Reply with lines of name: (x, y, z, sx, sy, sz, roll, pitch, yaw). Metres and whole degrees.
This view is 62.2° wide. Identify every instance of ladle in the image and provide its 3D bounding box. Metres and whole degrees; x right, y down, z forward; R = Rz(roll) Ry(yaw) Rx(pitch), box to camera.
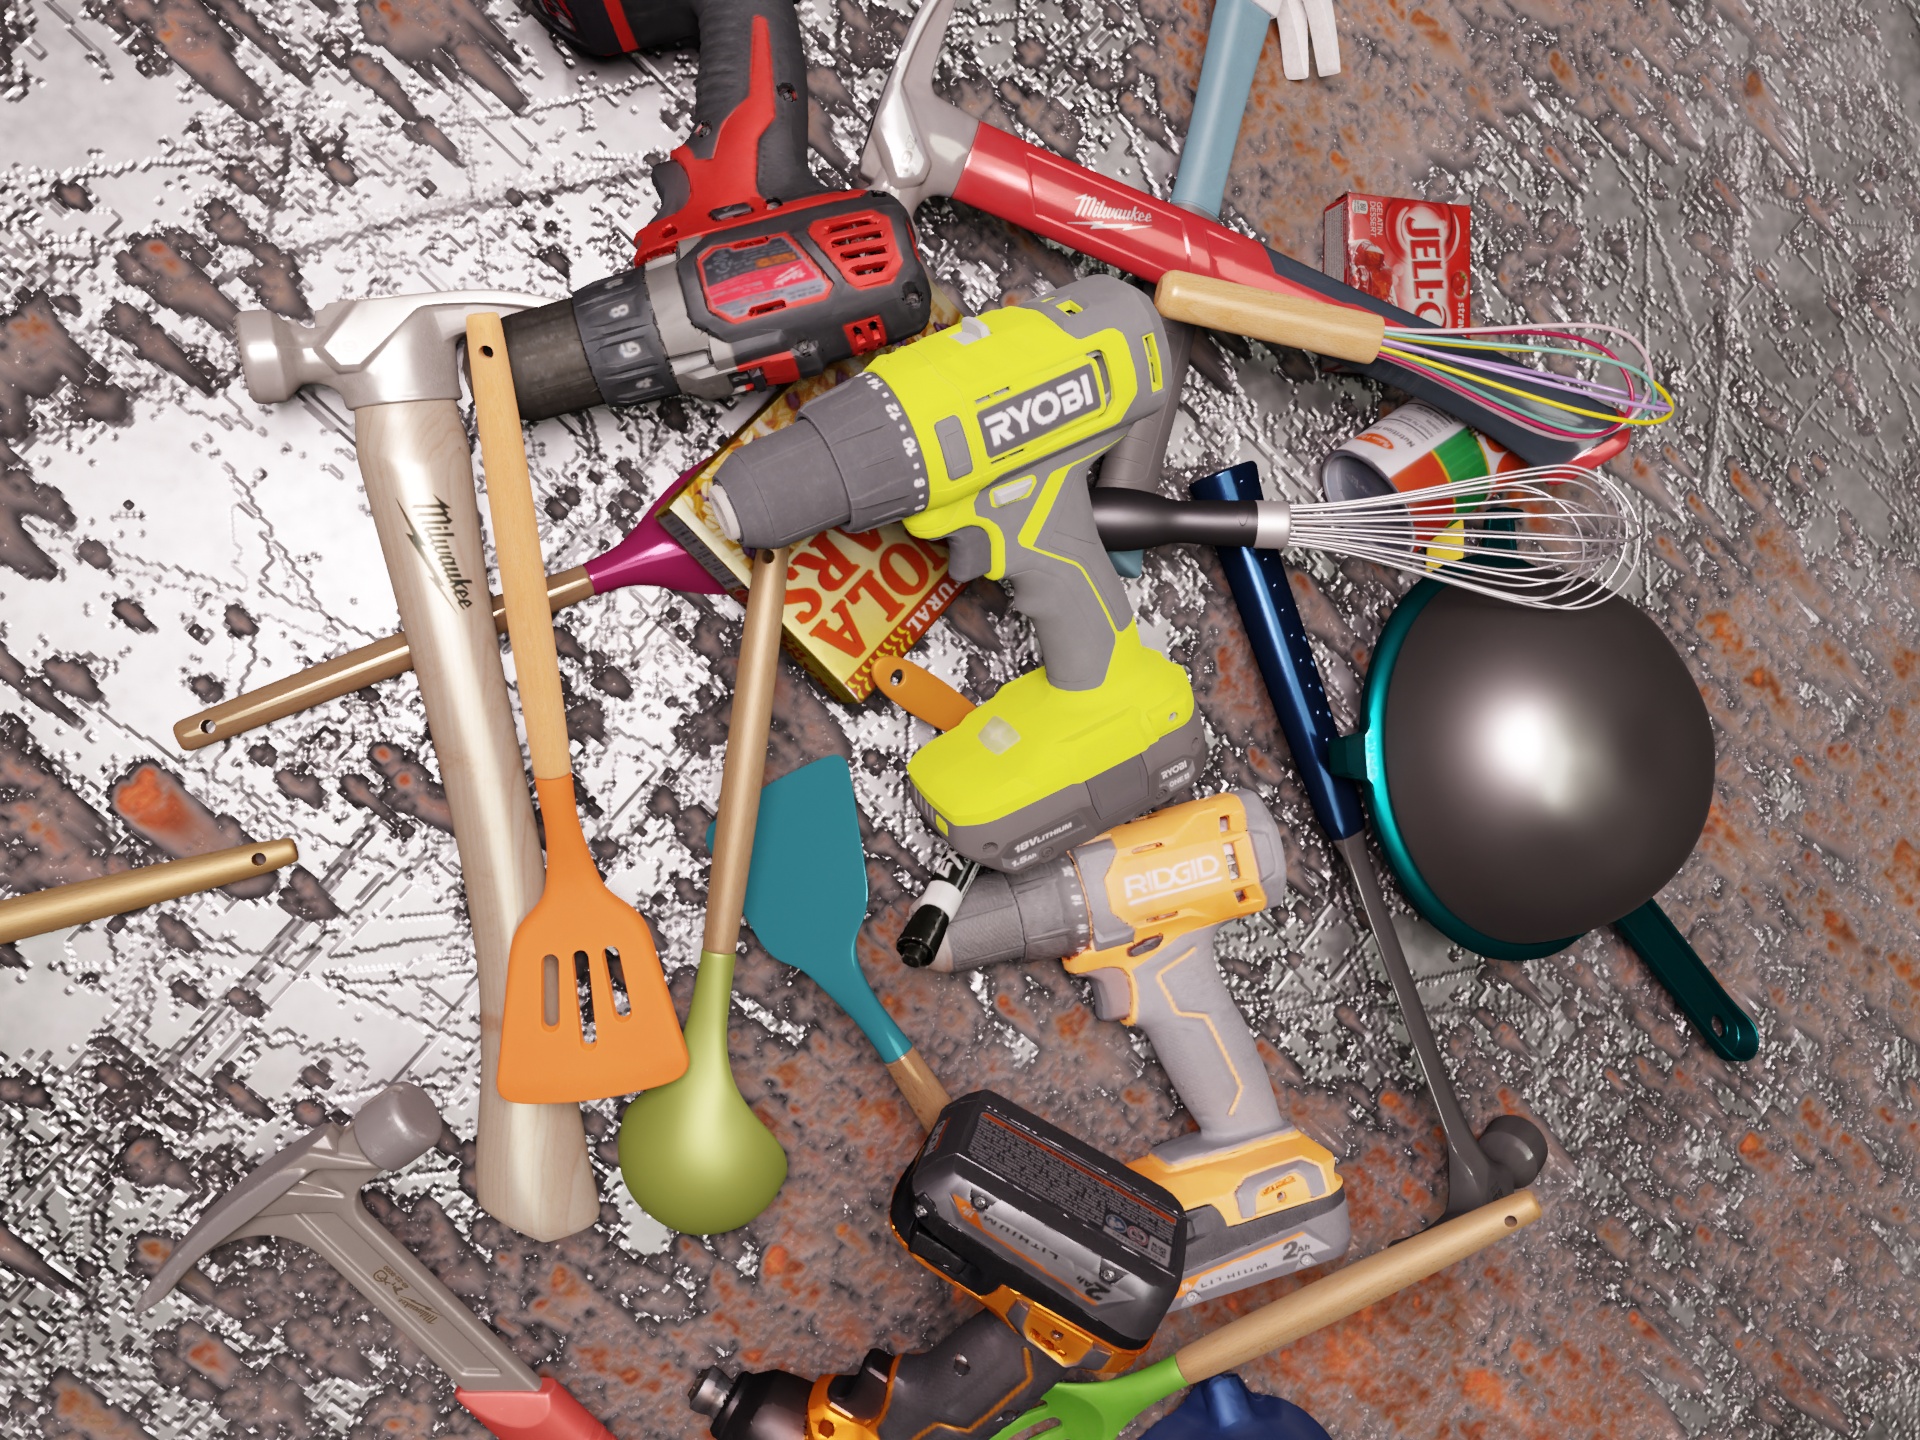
ladle: (-0.100, 0.074, 0.705, 0.078, 0.062, 0.320, 9, 94, 10)
ladle: (-0.435, 0.095, 0.648, 0.315, 0.031, 0.069, -15, 94, -17)

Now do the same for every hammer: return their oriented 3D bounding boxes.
hammer: (0.196, 0.068, 0.794, 0.144, 0.035, 0.405, -22, 92, -53)
hammer: (-0.184, 0.325, 0.704, 0.149, 0.037, 0.359, -36, 105, 8)
hammer: (0.145, -0.214, 0.732, 0.386, 0.038, 0.143, 19, 94, -12)
hammer: (0.109, -0.234, 0.775, 0.128, 0.033, 0.331, 11, 94, -42)
hammer: (-0.198, 0.023, 0.692, 0.146, 0.038, 0.410, -11, 97, -19)

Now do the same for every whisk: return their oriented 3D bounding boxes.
whisk: (0.205, -0.167, 0.714, 0.245, 0.051, 0.047, 10, 74, -8)
whisk: (0.177, -0.092, 0.745, 0.284, 0.070, 0.070, 2, 90, -1)

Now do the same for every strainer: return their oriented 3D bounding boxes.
strainer: (0.346, 0.060, 0.808, 0.340, 0.095, 0.211, 48, 63, -16)

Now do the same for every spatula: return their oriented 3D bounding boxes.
spatula: (-0.011, 0.169, 0.734, 0.082, 0.044, 0.317, -30, 97, 18)
spatula: (-0.168, 0.002, 0.642, 0.081, 0.041, 0.322, -6, 108, -7)

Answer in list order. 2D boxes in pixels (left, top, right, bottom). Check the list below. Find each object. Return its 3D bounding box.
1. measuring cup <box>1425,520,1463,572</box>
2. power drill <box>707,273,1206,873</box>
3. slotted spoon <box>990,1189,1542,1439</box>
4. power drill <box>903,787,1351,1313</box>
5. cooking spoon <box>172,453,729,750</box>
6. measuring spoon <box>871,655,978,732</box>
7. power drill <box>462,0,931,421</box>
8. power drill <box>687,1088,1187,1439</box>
measuring cup: (0.246, -0.047, 0.842, 0.062, 0.029, 0.157, 13, 75, -17)
power drill: (0.010, -0.053, 0.675, 0.190, 0.080, 0.228, -26, 122, -15)
slotted spoon: (0.128, 0.296, 0.748, 0.314, 0.031, 0.070, -31, 93, 13)
power drill: (0.082, 0.160, 0.767, 0.185, 0.084, 0.226, -13, 90, -13)
cooking spoon: (-0.192, -0.054, 0.717, 0.319, 0.017, 0.068, -24, 97, -15)
measuring spoon: (-0.001, -0.002, 0.746, 0.116, 0.011, 0.021, 32, 85, -44)
power drill: (-0.127, -0.236, 0.651, 0.188, 0.080, 0.227, -16, 81, -1)
power drill: (-0.017, 0.279, 0.701, 0.164, 0.084, 0.226, 29, 111, 3)
